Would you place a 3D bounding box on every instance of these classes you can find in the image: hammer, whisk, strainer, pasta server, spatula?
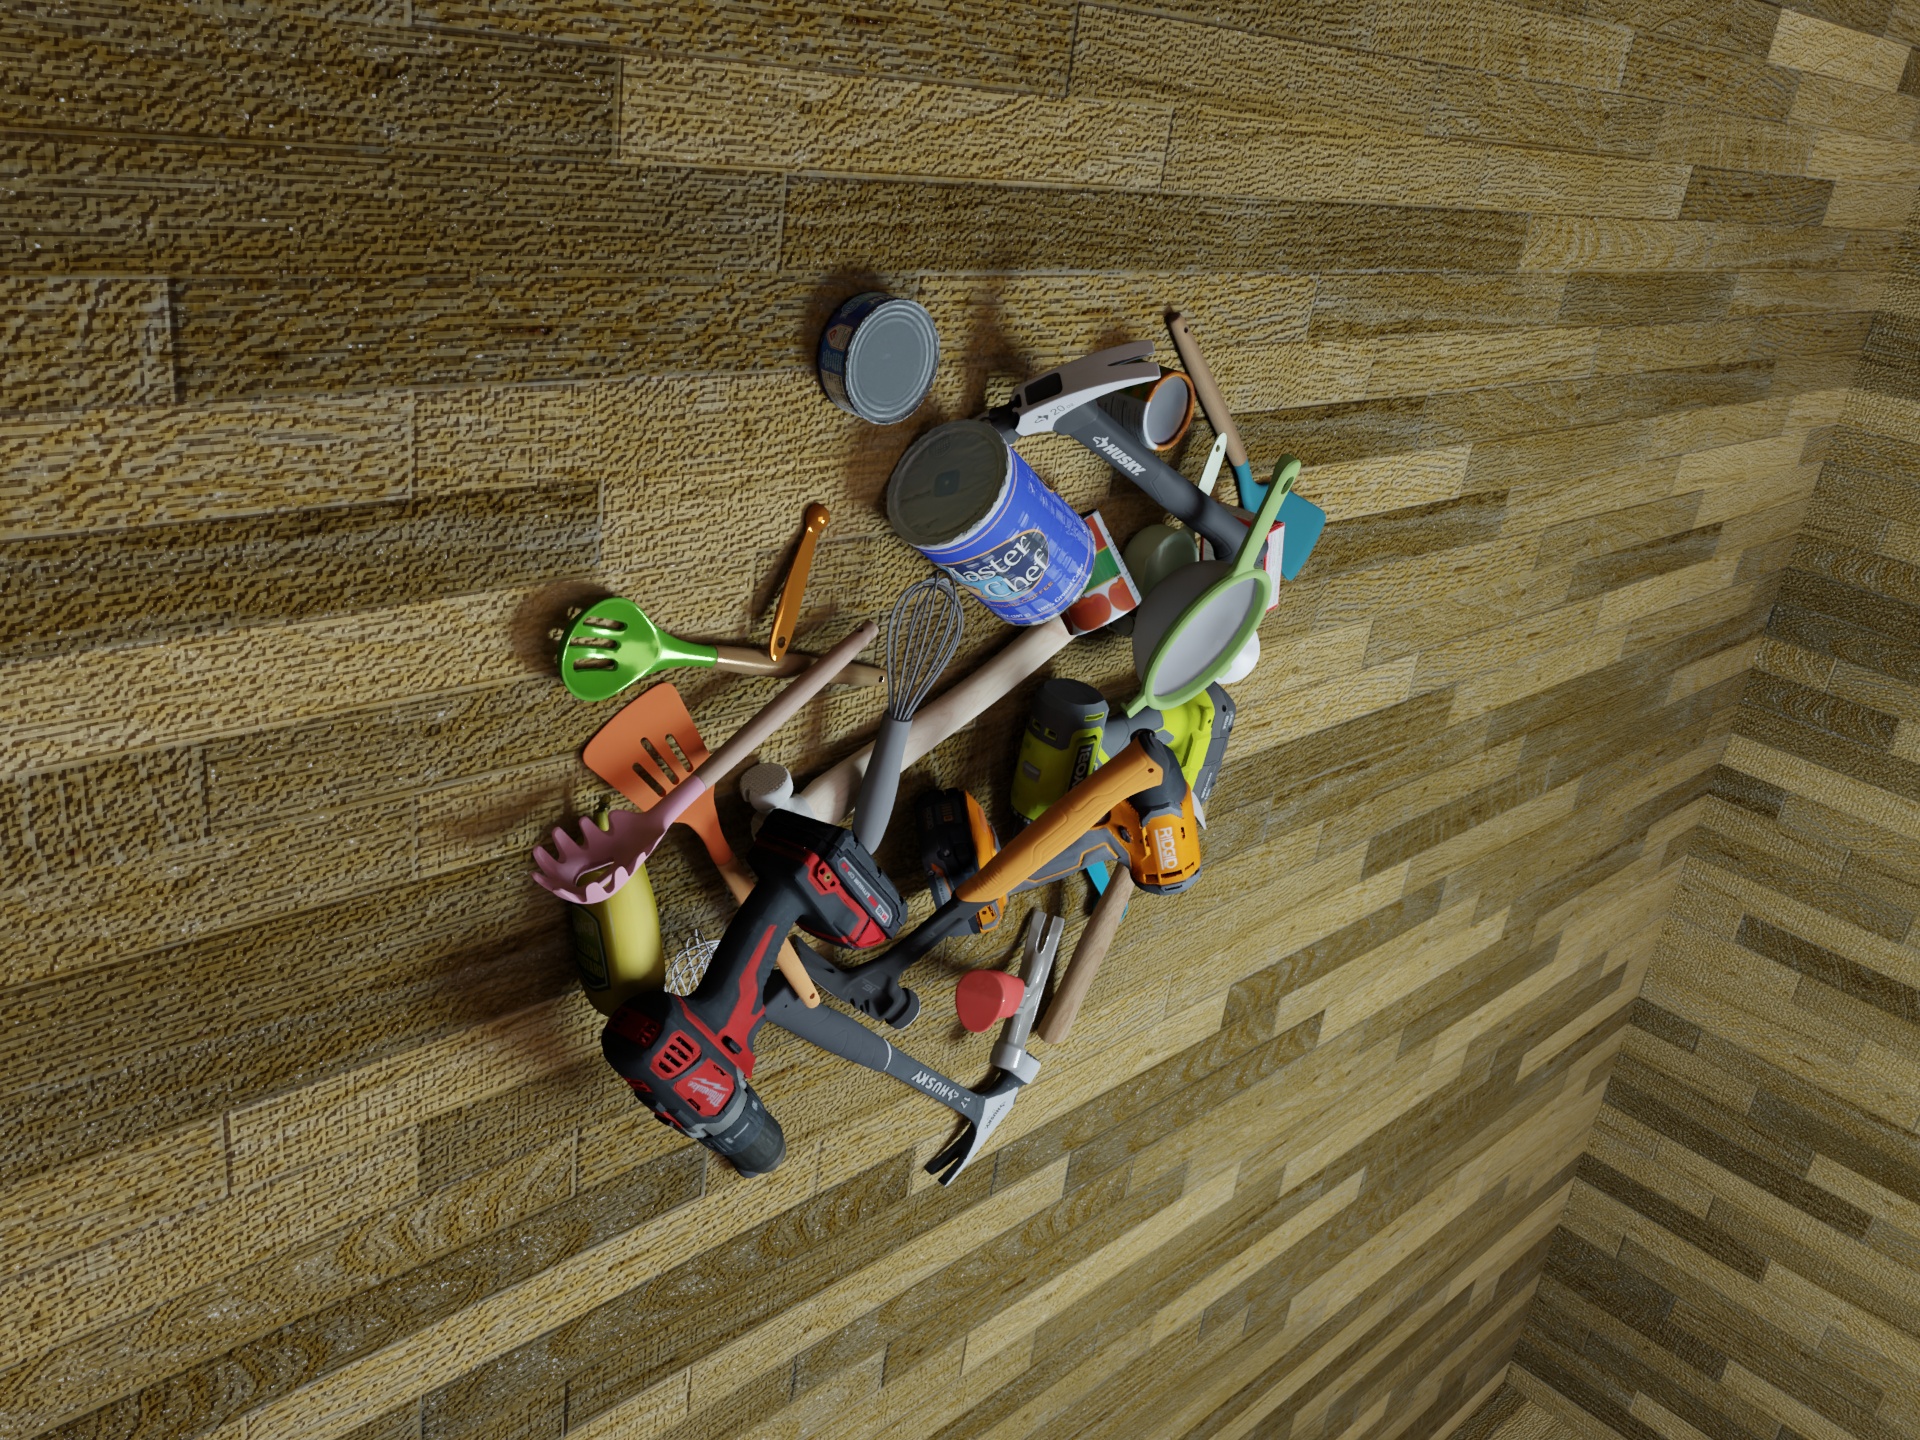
[{"bbox_3d":[0.139,0.184,1.496,0.130,0.031,0.331,-12,135,-37],"label":"hammer"},{"bbox_3d":[0.162,-0.197,1.278,0.334,0.146,0.035,25,49,-49],"label":"hammer"},{"bbox_3d":[-0.181,0.268,1.243,0.070,0.070,0.284,-33,138,-31],"label":"whisk"},{"bbox_3d":[0.217,-0.071,1.494,0.258,0.050,0.087,9,119,-46],"label":"strainer"},{"bbox_3d":[0.024,0.119,1.252,0.337,0.034,0.127,-40,125,18],"label":"hammer"},{"bbox_3d":[-0.002,-0.004,1.292,0.410,0.038,0.146,-37,137,-28],"label":"hammer"},{"bbox_3d":[0.041,0.220,1.323,0.359,0.037,0.149,56,50,-76],"label":"hammer"},{"bbox_3d":[-0.064,0.305,1.405,0.149,0.036,0.408,-56,140,-7],"label":"hammer"},{"bbox_3d":[-0.044,-0.001,1.177,0.055,0.055,0.239,-8,123,-45],"label":"whisk"},{"bbox_3d":[-0.161,0.020,1.084,0.316,0.060,0.040,-44,146,-31],"label":"pasta server"},{"bbox_3d":[0.207,-0.125,1.332,0.151,0.069,0.256,-21,144,-42],"label":"strainer"},{"bbox_3d":[0.252,-0.250,1.423,0.082,0.044,0.317,-58,140,-16],"label":"spatula"},{"bbox_3d":[-0.169,0.111,1.163,0.081,0.041,0.322,-45,137,-22],"label":"spatula"}]

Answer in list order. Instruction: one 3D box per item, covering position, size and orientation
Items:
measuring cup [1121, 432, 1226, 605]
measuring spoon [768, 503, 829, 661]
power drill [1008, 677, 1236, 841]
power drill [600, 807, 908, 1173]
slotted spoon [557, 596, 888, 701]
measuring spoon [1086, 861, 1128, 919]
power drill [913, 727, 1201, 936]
[{"bbox_3d":[0.189,-0.178,1.401,0.083,0.038,0.167,15,98,-50],"label":"measuring cup"},{"bbox_3d":[-0.113,-0.096,1.118,0.021,0.011,0.117,22,83,-52],"label":"measuring spoon"},{"bbox_3d":[0.136,0.046,1.443,0.228,0.080,0.190,-12,125,-41],"label":"power drill"},{"bbox_3d":[-0.134,0.198,1.128,0.227,0.080,0.187,-55,135,-24],"label":"power drill"},{"bbox_3d":[-0.156,-0.040,1.109,0.313,0.031,0.070,5,105,-51],"label":"slotted spoon"},{"bbox_3d":[0.130,0.151,1.548,0.042,0.021,0.128,-42,128,-24],"label":"measuring spoon"},{"bbox_3d":[0.081,0.088,1.311,0.226,0.084,0.164,-13,130,2],"label":"power drill"}]
